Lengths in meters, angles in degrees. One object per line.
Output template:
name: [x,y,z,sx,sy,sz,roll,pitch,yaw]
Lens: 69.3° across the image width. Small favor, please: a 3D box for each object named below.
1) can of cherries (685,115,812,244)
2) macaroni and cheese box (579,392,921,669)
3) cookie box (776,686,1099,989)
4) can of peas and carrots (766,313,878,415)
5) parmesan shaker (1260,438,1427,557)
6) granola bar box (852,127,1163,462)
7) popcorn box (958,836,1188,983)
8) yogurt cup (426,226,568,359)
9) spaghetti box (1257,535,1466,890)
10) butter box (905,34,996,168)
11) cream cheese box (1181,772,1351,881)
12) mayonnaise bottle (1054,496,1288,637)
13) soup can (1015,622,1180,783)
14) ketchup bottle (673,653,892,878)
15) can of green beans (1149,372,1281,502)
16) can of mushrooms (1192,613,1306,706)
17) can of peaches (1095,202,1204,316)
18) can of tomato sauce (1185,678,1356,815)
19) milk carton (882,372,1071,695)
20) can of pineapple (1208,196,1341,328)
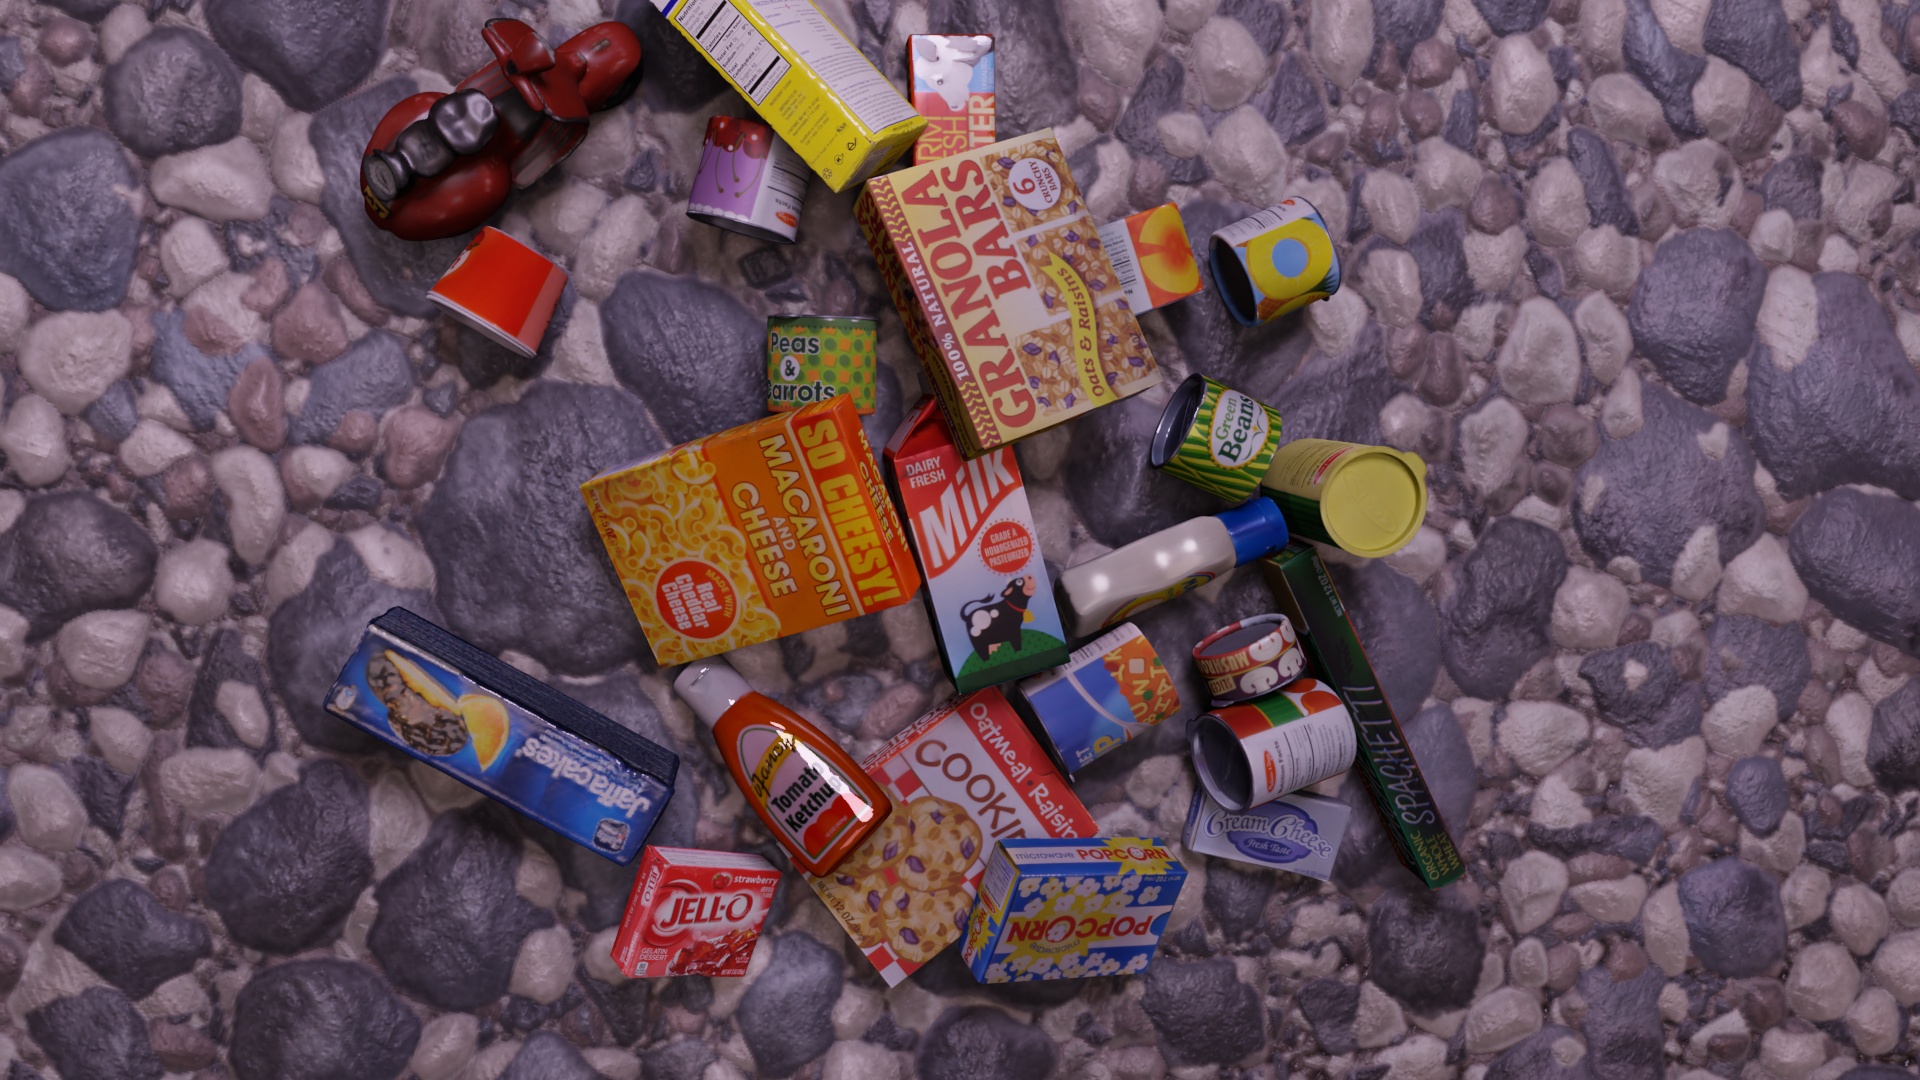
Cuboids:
can of cherries: [-0.125,-0.211,0.815,0.071,0.071,0.058,13,94,-9]
macaroni and cheese box: [-0.121,-0.004,0.814,0.166,0.040,0.123,-15,106,17]
cookie box: [-0.014,0.184,0.885,0.167,0.040,0.123,-36,100,-3]
can of peas and carrots: [-0.084,-0.105,0.829,0.071,0.071,0.058,0,97,-8]
parmesan shaker: [0.239,-0.030,0.866,0.071,0.103,0.071,-1,97,-8]
granola bar box: [0.027,-0.143,0.806,0.124,0.039,0.165,-22,86,-21]
popcorn box: [0.070,0.232,0.874,0.127,0.038,0.085,6,113,-28]
yogurt cup: [-0.264,-0.145,0.804,0.072,0.072,0.054,30,84,-10]
spaghetti box: [0.264,0.114,0.912,0.029,0.050,0.249,-27,99,-2]
butter box: [-0.005,-0.255,0.847,0.053,0.024,0.103,-2,97,-8]
cream cheese box: [0.203,0.189,0.925,0.104,0.024,0.053,14,93,-9]
mayonnaise bottle: [0.133,0.015,0.877,0.148,0.064,0.041,-21,72,-8]
soup can: [0.088,0.102,0.877,0.084,0.071,0.071,-29,99,-4]
ketchup bottle: [-0.112,0.131,0.842,0.065,0.043,0.149,-45,78,-4]
can of green beans: [0.160,-0.064,0.870,0.058,0.071,0.071,23,93,-10]
can of mushrooms: [0.182,0.076,0.887,0.071,0.071,0.033,-24,99,-5]
can of peaches: [0.111,-0.170,0.853,0.071,0.071,0.058,-21,99,-5]
can of tomato sauce: [0.198,0.130,0.888,0.083,0.071,0.071,-15,99,-23]
milk carton: [0.003,-0.011,0.850,0.073,0.072,0.190,-16,98,-6]
can of pineapple: [0.195,-0.171,0.864,0.058,0.071,0.071,-24,99,-4]
